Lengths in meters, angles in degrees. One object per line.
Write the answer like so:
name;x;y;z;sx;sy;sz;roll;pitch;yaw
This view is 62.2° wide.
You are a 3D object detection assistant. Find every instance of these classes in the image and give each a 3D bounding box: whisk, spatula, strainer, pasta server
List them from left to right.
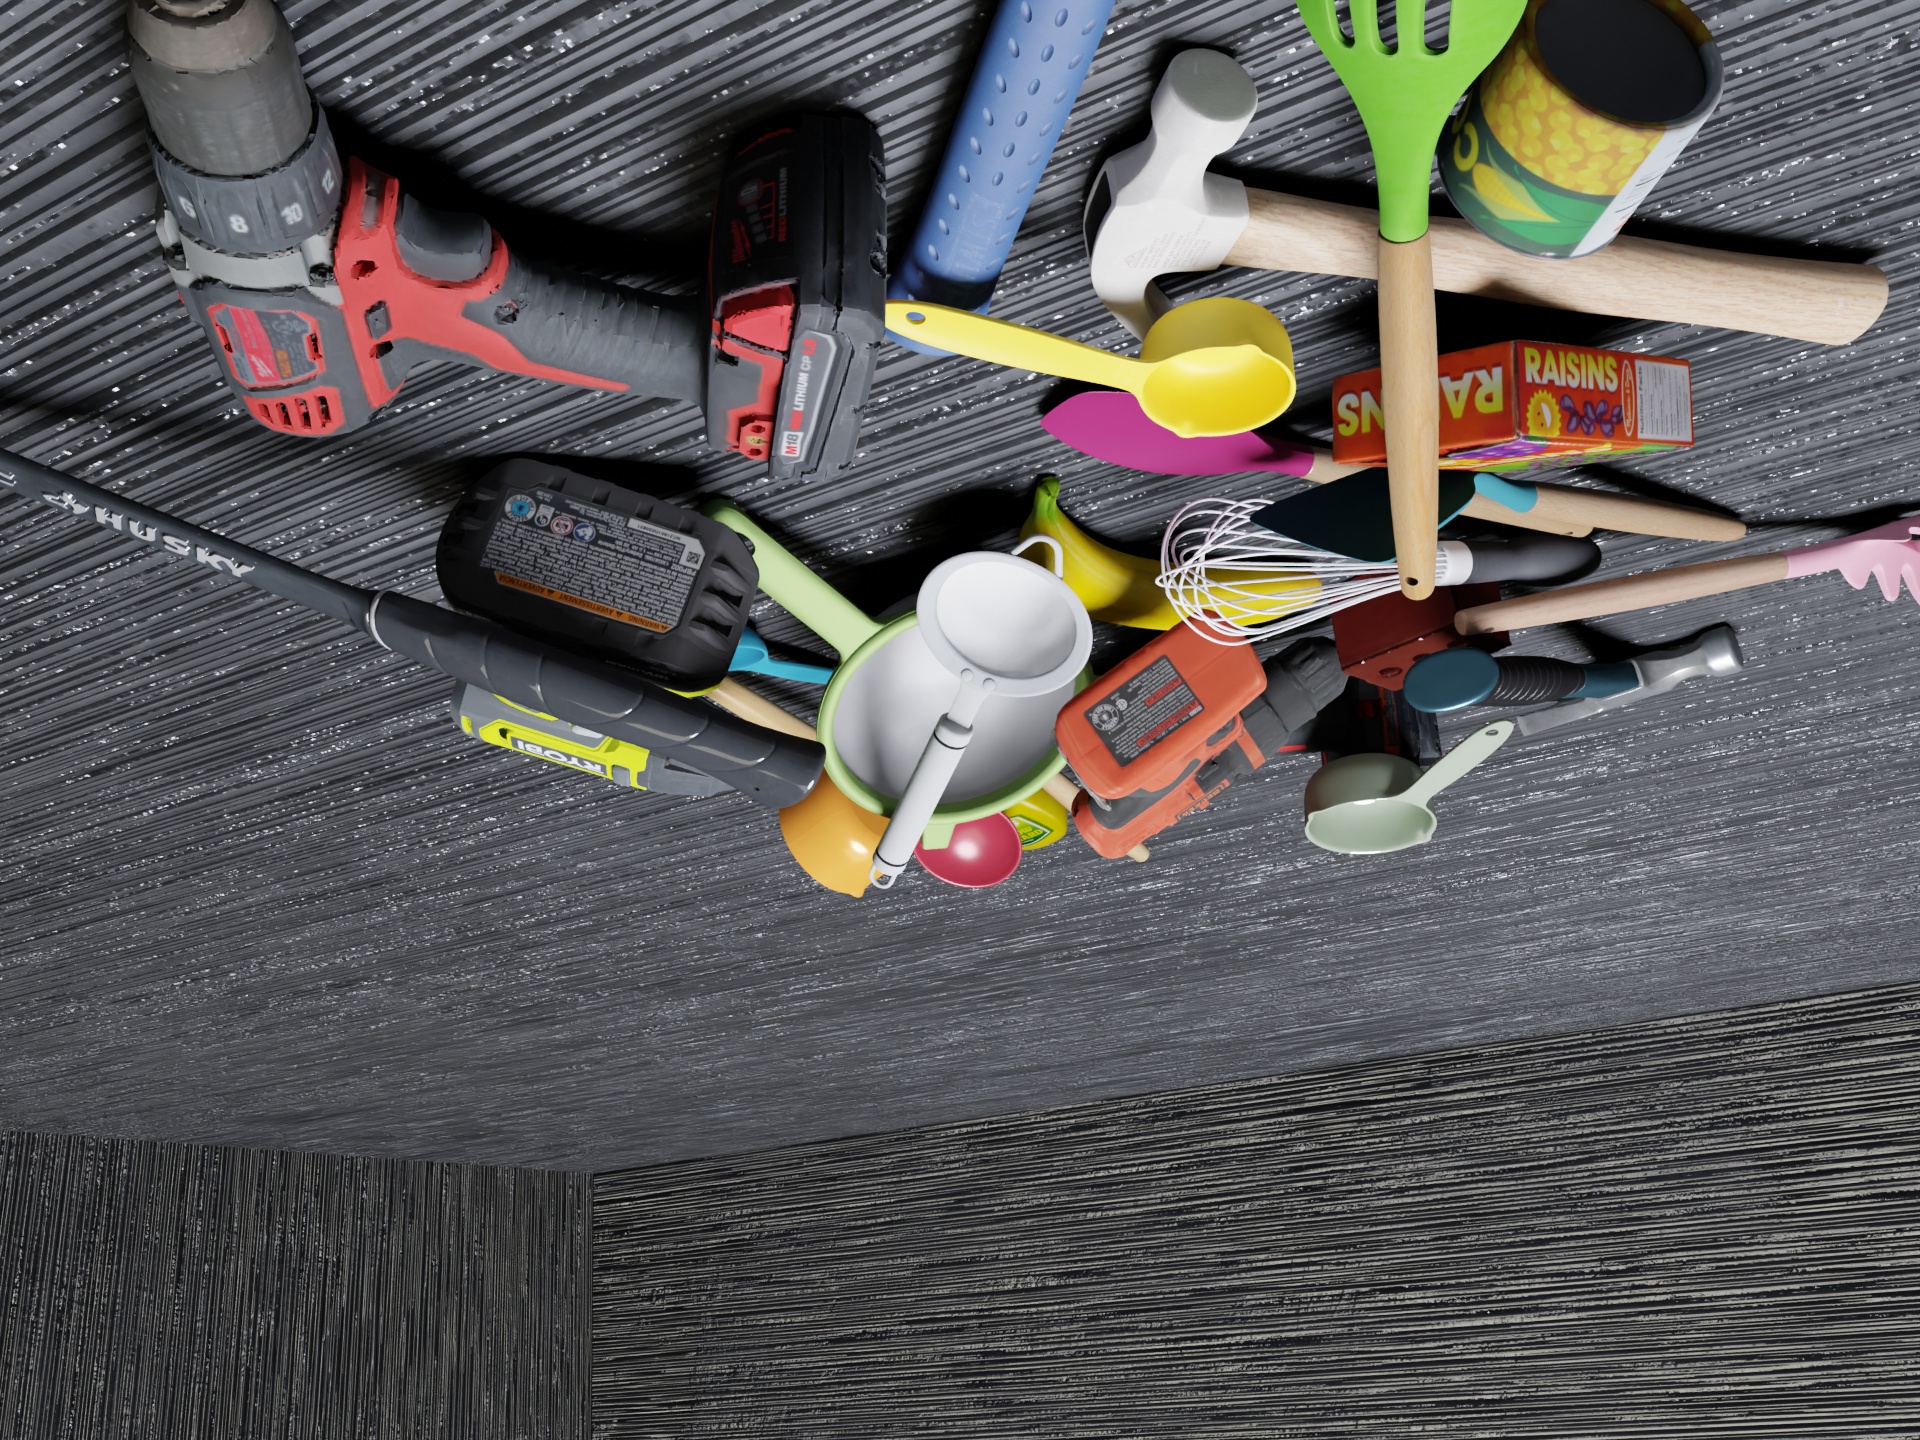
strainer;-0.042;-0.046;0.830;0.151;0.069;0.256;-41;126;16
strainer;-0.001;-0.003;0.806;0.087;0.050;0.258;25;127;-2
whisk;0.216;-0.076;0.786;0.284;0.070;0.070;-4;161;-28
spatula;0.280;-0.094;0.758;0.317;0.044;0.082;1;-161;-34
pasta server;0.410;-0.071;0.834;0.316;0.040;0.060;-10;151;-10

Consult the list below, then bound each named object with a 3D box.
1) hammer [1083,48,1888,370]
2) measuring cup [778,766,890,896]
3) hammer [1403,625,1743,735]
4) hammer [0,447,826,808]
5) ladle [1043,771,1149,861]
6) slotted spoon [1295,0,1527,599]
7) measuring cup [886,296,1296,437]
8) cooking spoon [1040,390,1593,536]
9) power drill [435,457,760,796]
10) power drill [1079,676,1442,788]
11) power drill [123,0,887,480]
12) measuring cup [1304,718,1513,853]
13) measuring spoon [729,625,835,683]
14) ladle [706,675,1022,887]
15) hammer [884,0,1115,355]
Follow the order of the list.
hammer;0.204;-0.171;0.597;0.331;0.031;0.130;2;158;-17
measuring cup;-0.049;0.061;1.102;0.052;0.095;0.173;-36;165;33
hammer;0.336;-0.023;0.899;0.128;0.033;0.331;-22;167;37
hammer;-0.247;-0.051;0.639;0.408;0.036;0.149;22;148;-12
ladle;0.056;0.051;1.058;0.078;0.062;0.319;27;173;35
slotted spoon;0.151;-0.143;0.531;0.070;0.031;0.313;18;152;28
measuring cup;0.046;-0.139;0.573;0.156;0.029;0.062;10;156;-12
cooking spoon;0.181;-0.118;0.747;0.318;0.017;0.069;7;165;-27
power drill;-0.169;-0.027;0.783;0.171;0.080;0.223;17;157;-4
power drill;0.182;0.017;1.020;0.219;0.079;0.143;-1;157;-2
power drill;-0.139;-0.154;0.512;0.226;0.080;0.187;3;157;-10
measuring cup;0.259;0.027;0.913;0.083;0.038;0.167;13;147;-17
measuring spoon;-0.103;-0.038;0.904;0.042;0.021;0.128;-18;164;32
ladle;-0.071;0.028;0.981;0.069;0.031;0.315;-38;133;20
hammer;0.046;-0.225;0.418;0.144;0.035;0.405;2;158;-15
